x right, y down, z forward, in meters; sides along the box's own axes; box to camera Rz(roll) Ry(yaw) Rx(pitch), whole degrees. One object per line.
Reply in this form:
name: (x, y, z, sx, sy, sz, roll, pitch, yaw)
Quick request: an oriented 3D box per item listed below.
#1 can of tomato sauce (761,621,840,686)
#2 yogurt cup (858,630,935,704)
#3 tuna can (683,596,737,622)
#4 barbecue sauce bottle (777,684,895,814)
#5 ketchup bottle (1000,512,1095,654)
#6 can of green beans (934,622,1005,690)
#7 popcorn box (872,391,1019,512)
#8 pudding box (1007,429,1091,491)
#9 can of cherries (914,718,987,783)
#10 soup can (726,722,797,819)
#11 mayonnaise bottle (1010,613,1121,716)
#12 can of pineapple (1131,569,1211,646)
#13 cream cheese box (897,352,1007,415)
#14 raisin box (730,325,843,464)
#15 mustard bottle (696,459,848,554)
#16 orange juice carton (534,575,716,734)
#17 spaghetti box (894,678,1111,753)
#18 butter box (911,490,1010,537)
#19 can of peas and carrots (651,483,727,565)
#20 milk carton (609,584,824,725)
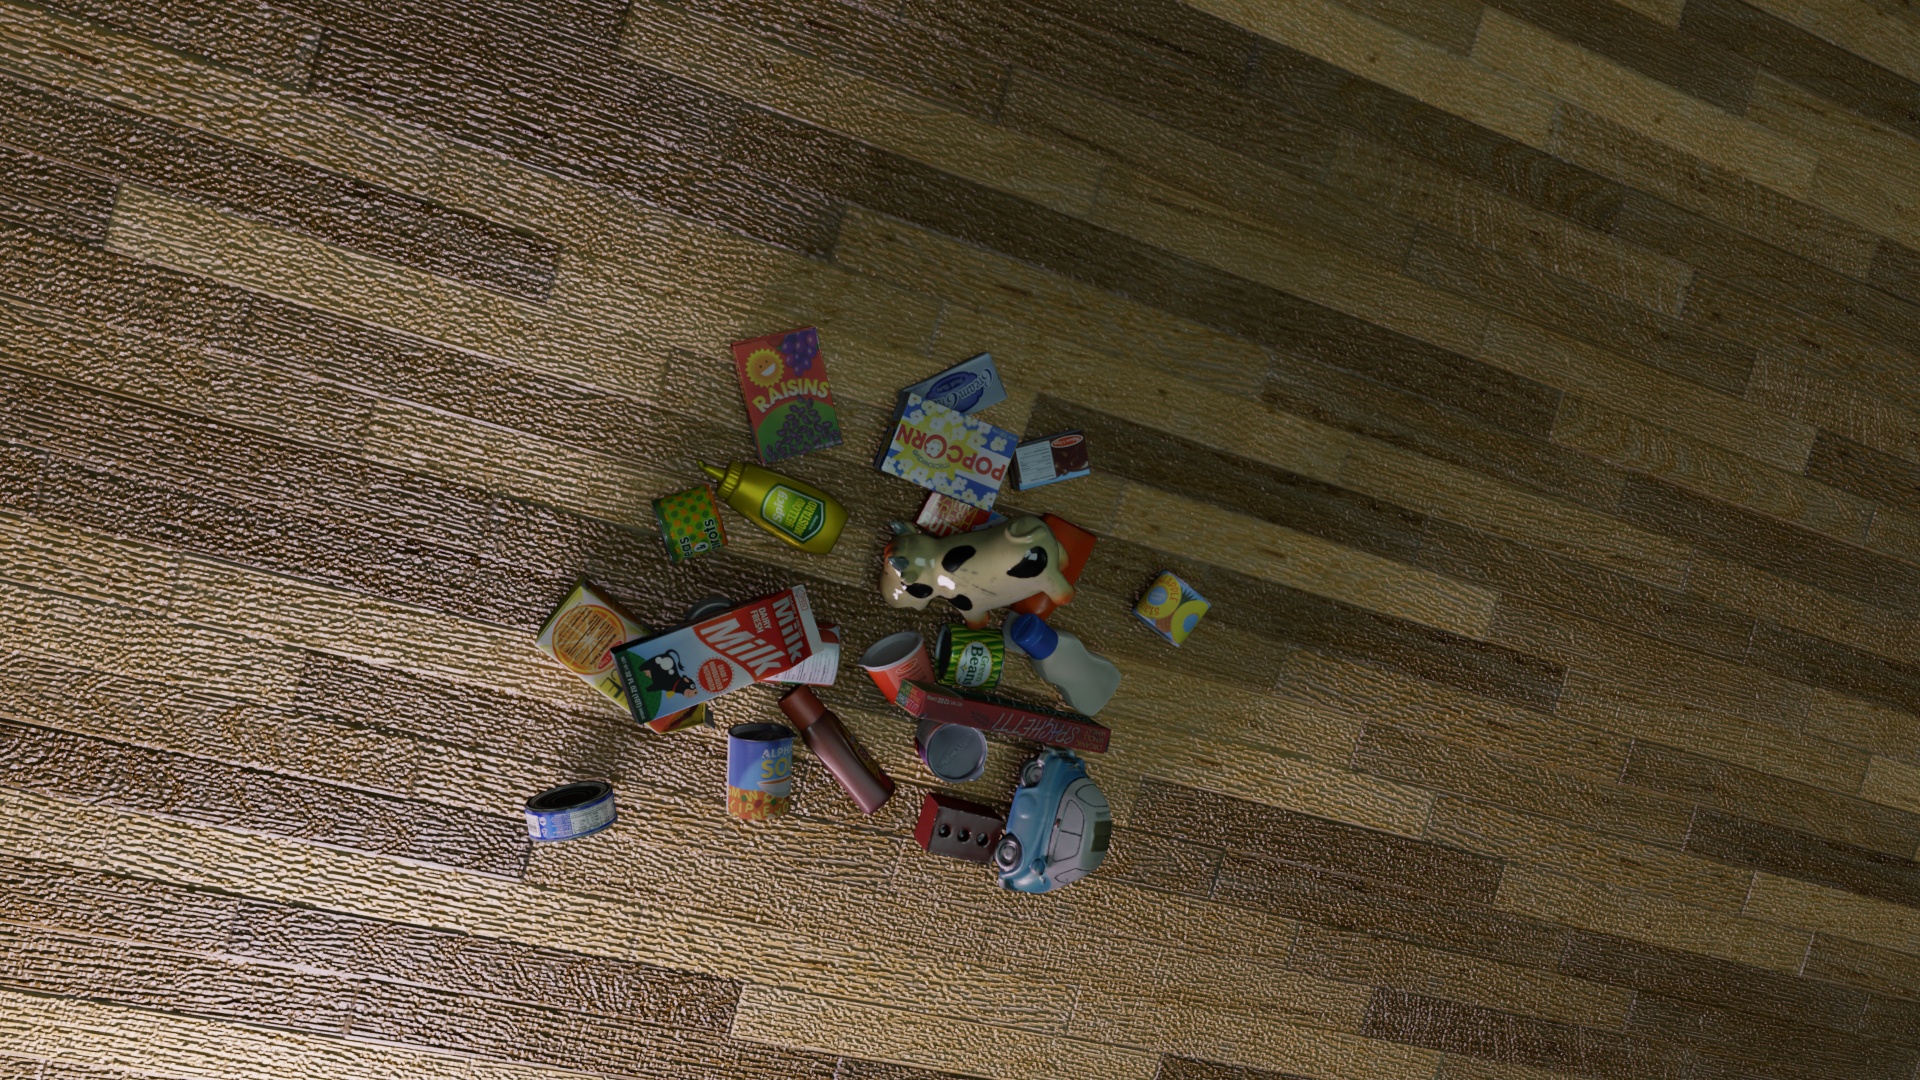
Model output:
can of tomato sauce: (-0.170, 0.112, 1.411, 0.083, 0.071, 0.071, 6, 96, -16)
yogurt cup: (-0.061, 0.134, 1.444, 0.072, 0.072, 0.053, -28, 112, -10)
tuna can: (-0.245, 0.093, 1.404, 0.071, 0.033, 0.071, -2, 97, -14)
barbecue sauce bottle: (-0.129, 0.213, 1.438, 0.044, 0.065, 0.148, -39, 96, -1)
ketchup bottle: (0.086, 0.048, 1.481, 0.065, 0.043, 0.148, 26, 90, -13)
can of green beans: (0.009, 0.121, 1.458, 0.058, 0.071, 0.071, 9, 95, -16)
popcorn box: (-0.014, -0.090, 1.413, 0.127, 0.038, 0.085, 21, 92, -17)
pudding box: (0.092, -0.085, 1.473, 0.084, 0.030, 0.049, -14, 100, -13)
can of cherries: (-0.010, 0.219, 1.470, 0.071, 0.058, 0.071, -2, 97, -15)
soup can: (-0.202, 0.235, 1.415, 0.071, 0.071, 0.083, 0, 98, -15)
mayonnaise bottle: (0.109, 0.128, 1.474, 0.065, 0.041, 0.148, -52, 127, -4)
can of pineapple: (0.228, 0.073, 1.510, 0.071, 0.071, 0.058, 39, 87, -16)
cream cheese box: (-0.008, -0.152, 1.440, 0.104, 0.024, 0.053, -26, 105, -10)
raisin box: (-0.175, -0.146, 1.389, 0.086, 0.040, 0.123, -14, 100, -12)
mustard bottle: (-0.193, -0.041, 1.392, 0.160, 0.049, 0.065, 26, 89, -17)
orange juice carton: (-0.318, 0.124, 1.368, 0.192, 0.072, 0.073, 39, 86, -16)
spaghetti box: (0.049, 0.185, 1.453, 0.250, 0.050, 0.028, 16, 94, -32)
butter box: (0.005, -0.018, 1.461, 0.103, 0.024, 0.053, 28, 89, -17)
can of peas and carrots: (-0.265, -0.015, 1.366, 0.059, 0.071, 0.070, -19, 102, -12)
milk carton: (-0.228, 0.105, 1.318, 0.191, 0.073, 0.072, -19, 95, -18)
